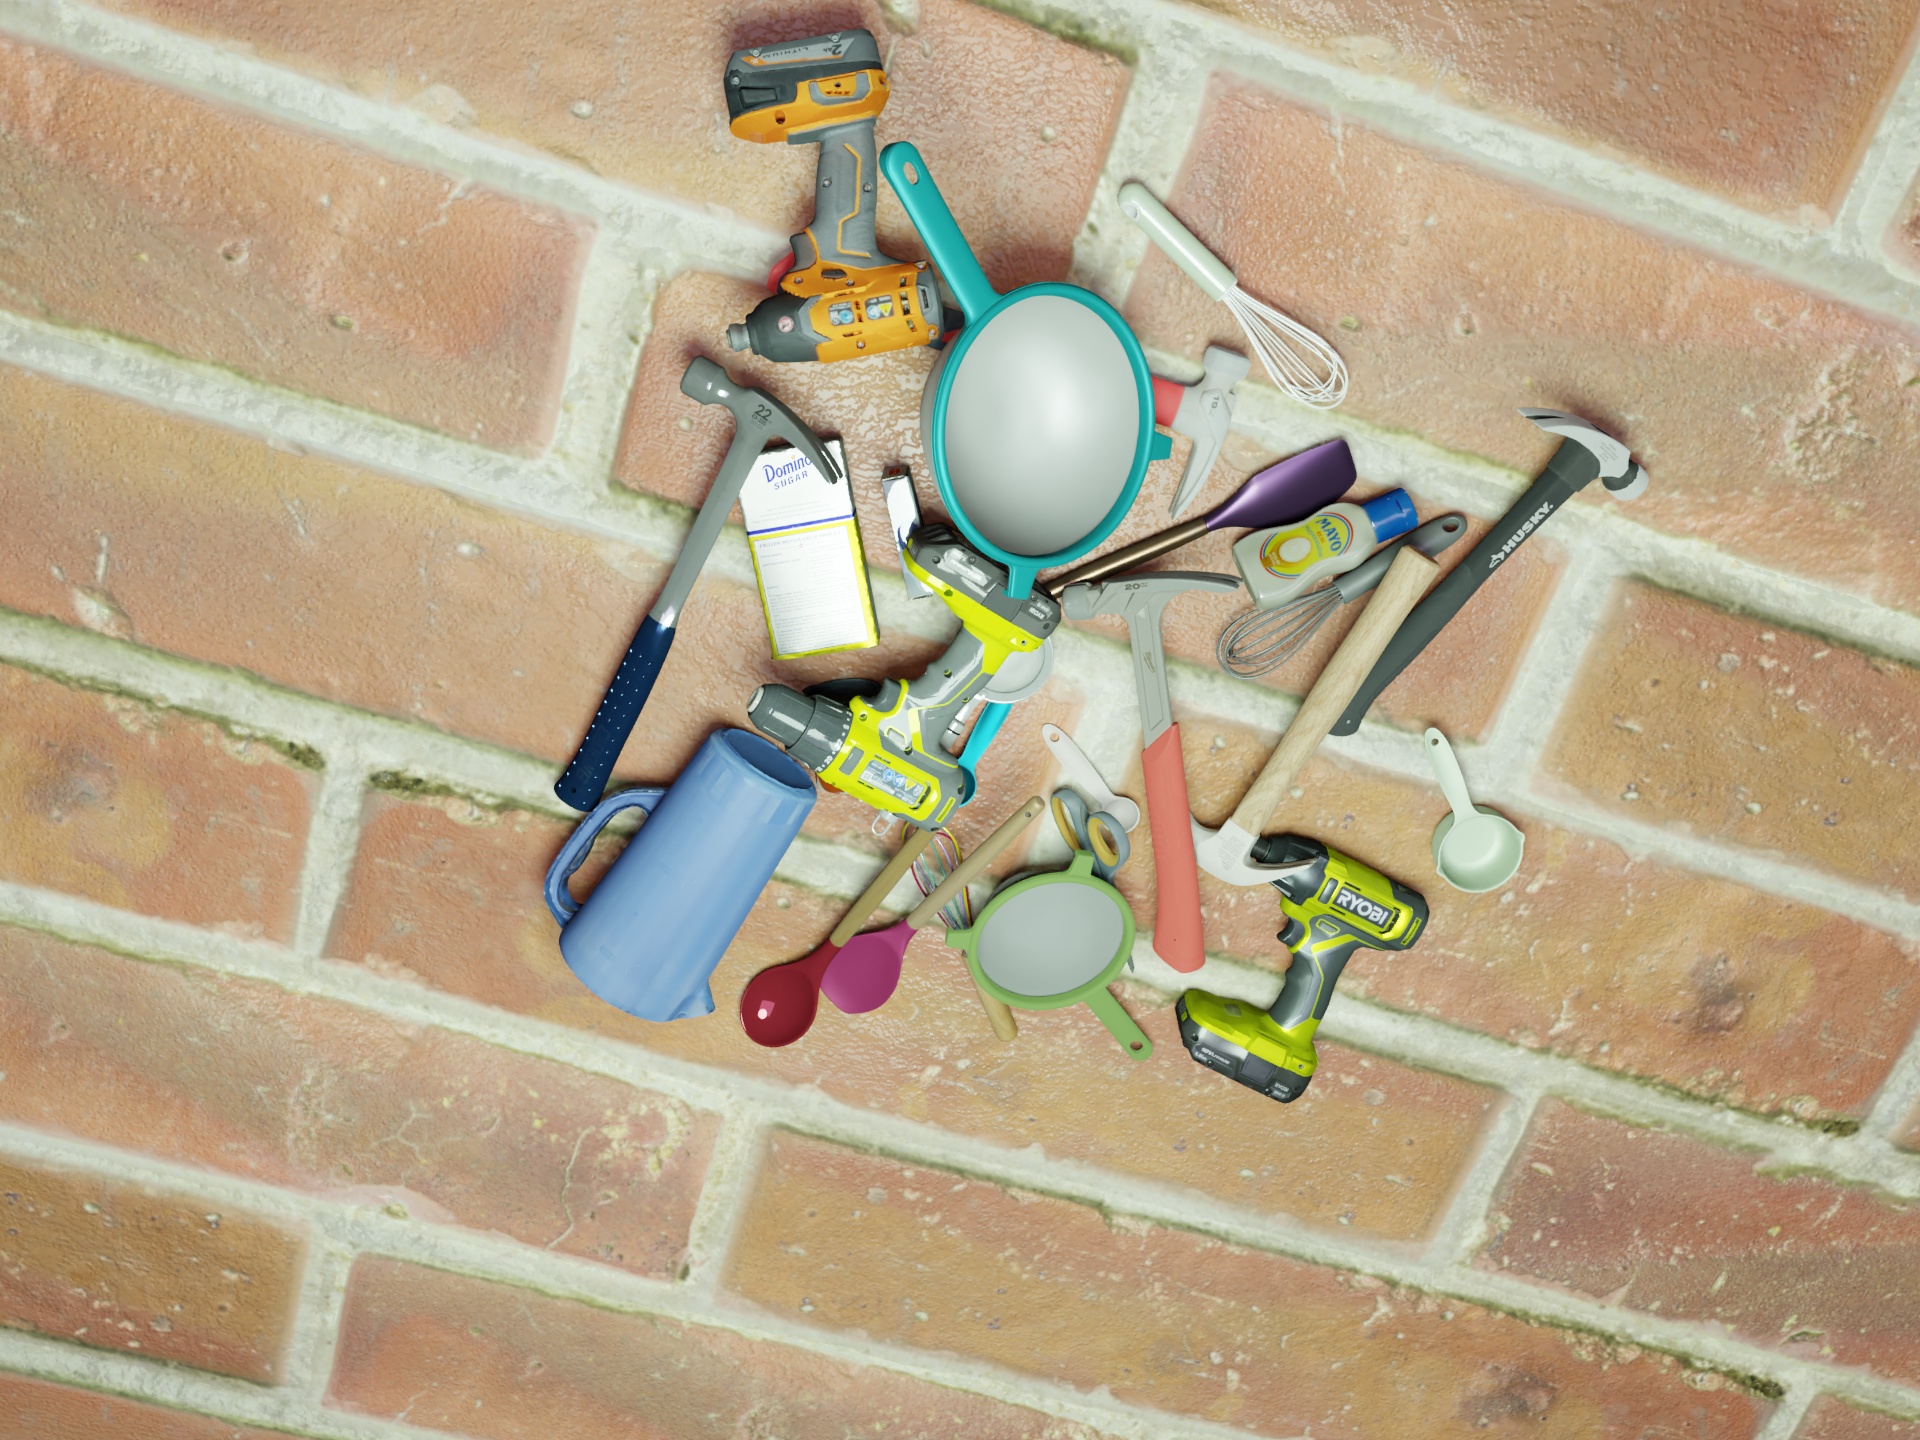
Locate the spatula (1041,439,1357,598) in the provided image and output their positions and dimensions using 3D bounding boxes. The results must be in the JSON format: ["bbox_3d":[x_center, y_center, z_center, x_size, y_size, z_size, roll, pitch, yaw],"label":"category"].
[{"bbox_3d":[0.183,-0.153,1.340,0.316,0.018,0.059,-22,121,6],"label":"spatula"}]

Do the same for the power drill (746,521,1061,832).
[{"bbox_3d":[-0.044,-0.040,1.282,0.190,0.080,0.228,29,103,-20],"label":"power drill"}]

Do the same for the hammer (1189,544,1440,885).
[{"bbox_3d":[0.302,0.001,1.346,0.130,0.031,0.331,36,112,16],"label":"hammer"}]

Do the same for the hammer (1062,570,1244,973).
[{"bbox_3d":[0.183,0.049,1.356,0.149,0.037,0.359,-2,110,23],"label":"hammer"}]

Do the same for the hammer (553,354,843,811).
[{"bbox_3d":[-0.237,-0.089,1.314,0.144,0.035,0.405,31,113,0],"label":"hammer"}]

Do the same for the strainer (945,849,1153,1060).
[{"bbox_3d":[0.104,0.217,1.450,0.151,0.069,0.256,-32,122,9],"label":"strainer"}]

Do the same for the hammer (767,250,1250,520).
[{"bbox_3d":[0.029,-0.284,1.281,0.386,0.038,0.143,17,109,-7],"label":"hammer"}]

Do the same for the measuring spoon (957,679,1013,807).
[{"bbox_3d":[0.014,0.018,1.400,0.042,0.021,0.128,29,97,-11],"label":"measuring spoon"}]

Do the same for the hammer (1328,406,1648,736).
[{"bbox_3d":[0.416,-0.115,1.333,0.146,0.035,0.334,26,113,-36],"label":"hammer"}]

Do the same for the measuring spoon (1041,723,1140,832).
[{"bbox_3d":[0.114,0.049,1.414,0.034,0.018,0.124,-39,99,11],"label":"measuring spoon"}]

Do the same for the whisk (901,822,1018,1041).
[{"bbox_3d":[0.006,0.192,1.444,0.047,0.051,0.244,-22,111,0],"label":"whisk"}]

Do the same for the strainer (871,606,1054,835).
[{"bbox_3d":[-0.002,-0.004,1.365,0.087,0.050,0.258,35,101,-5],"label":"strainer"}]

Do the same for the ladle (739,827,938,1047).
[{"bbox_3d":[-0.098,0.179,1.417,0.069,0.031,0.315,42,115,6],"label":"ladle"}]

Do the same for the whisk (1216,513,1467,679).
[{"bbox_3d":[0.324,-0.107,1.346,0.239,0.055,0.055,-31,107,5],"label":"whisk"}]

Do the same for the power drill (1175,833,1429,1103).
[{"bbox_3d":[0.295,0.218,1.444,0.171,0.080,0.223,26,103,-5],"label":"power drill"}]

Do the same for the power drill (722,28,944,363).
[{"bbox_3d":[-0.112,-0.383,1.194,0.164,0.084,0.226,-12,97,-4],"label":"power drill"}]

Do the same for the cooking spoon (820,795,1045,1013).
[{"bbox_3d":[-0.027,0.164,1.397,0.069,0.017,0.318,45,123,2],"label":"cooking spoon"}]

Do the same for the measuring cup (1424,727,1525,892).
[{"bbox_3d":[0.442,0.074,1.417,0.083,0.038,0.167,-24,106,7],"label":"measuring cup"}]

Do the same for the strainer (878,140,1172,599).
[{"bbox_3d":[0.012,-0.271,1.182,0.211,0.095,0.340,-45,123,-18],"label":"strainer"}]

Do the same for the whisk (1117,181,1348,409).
[{"bbox_3d":[0.218,-0.338,1.267,0.246,0.058,0.059,41,69,-11],"label":"whisk"}]
